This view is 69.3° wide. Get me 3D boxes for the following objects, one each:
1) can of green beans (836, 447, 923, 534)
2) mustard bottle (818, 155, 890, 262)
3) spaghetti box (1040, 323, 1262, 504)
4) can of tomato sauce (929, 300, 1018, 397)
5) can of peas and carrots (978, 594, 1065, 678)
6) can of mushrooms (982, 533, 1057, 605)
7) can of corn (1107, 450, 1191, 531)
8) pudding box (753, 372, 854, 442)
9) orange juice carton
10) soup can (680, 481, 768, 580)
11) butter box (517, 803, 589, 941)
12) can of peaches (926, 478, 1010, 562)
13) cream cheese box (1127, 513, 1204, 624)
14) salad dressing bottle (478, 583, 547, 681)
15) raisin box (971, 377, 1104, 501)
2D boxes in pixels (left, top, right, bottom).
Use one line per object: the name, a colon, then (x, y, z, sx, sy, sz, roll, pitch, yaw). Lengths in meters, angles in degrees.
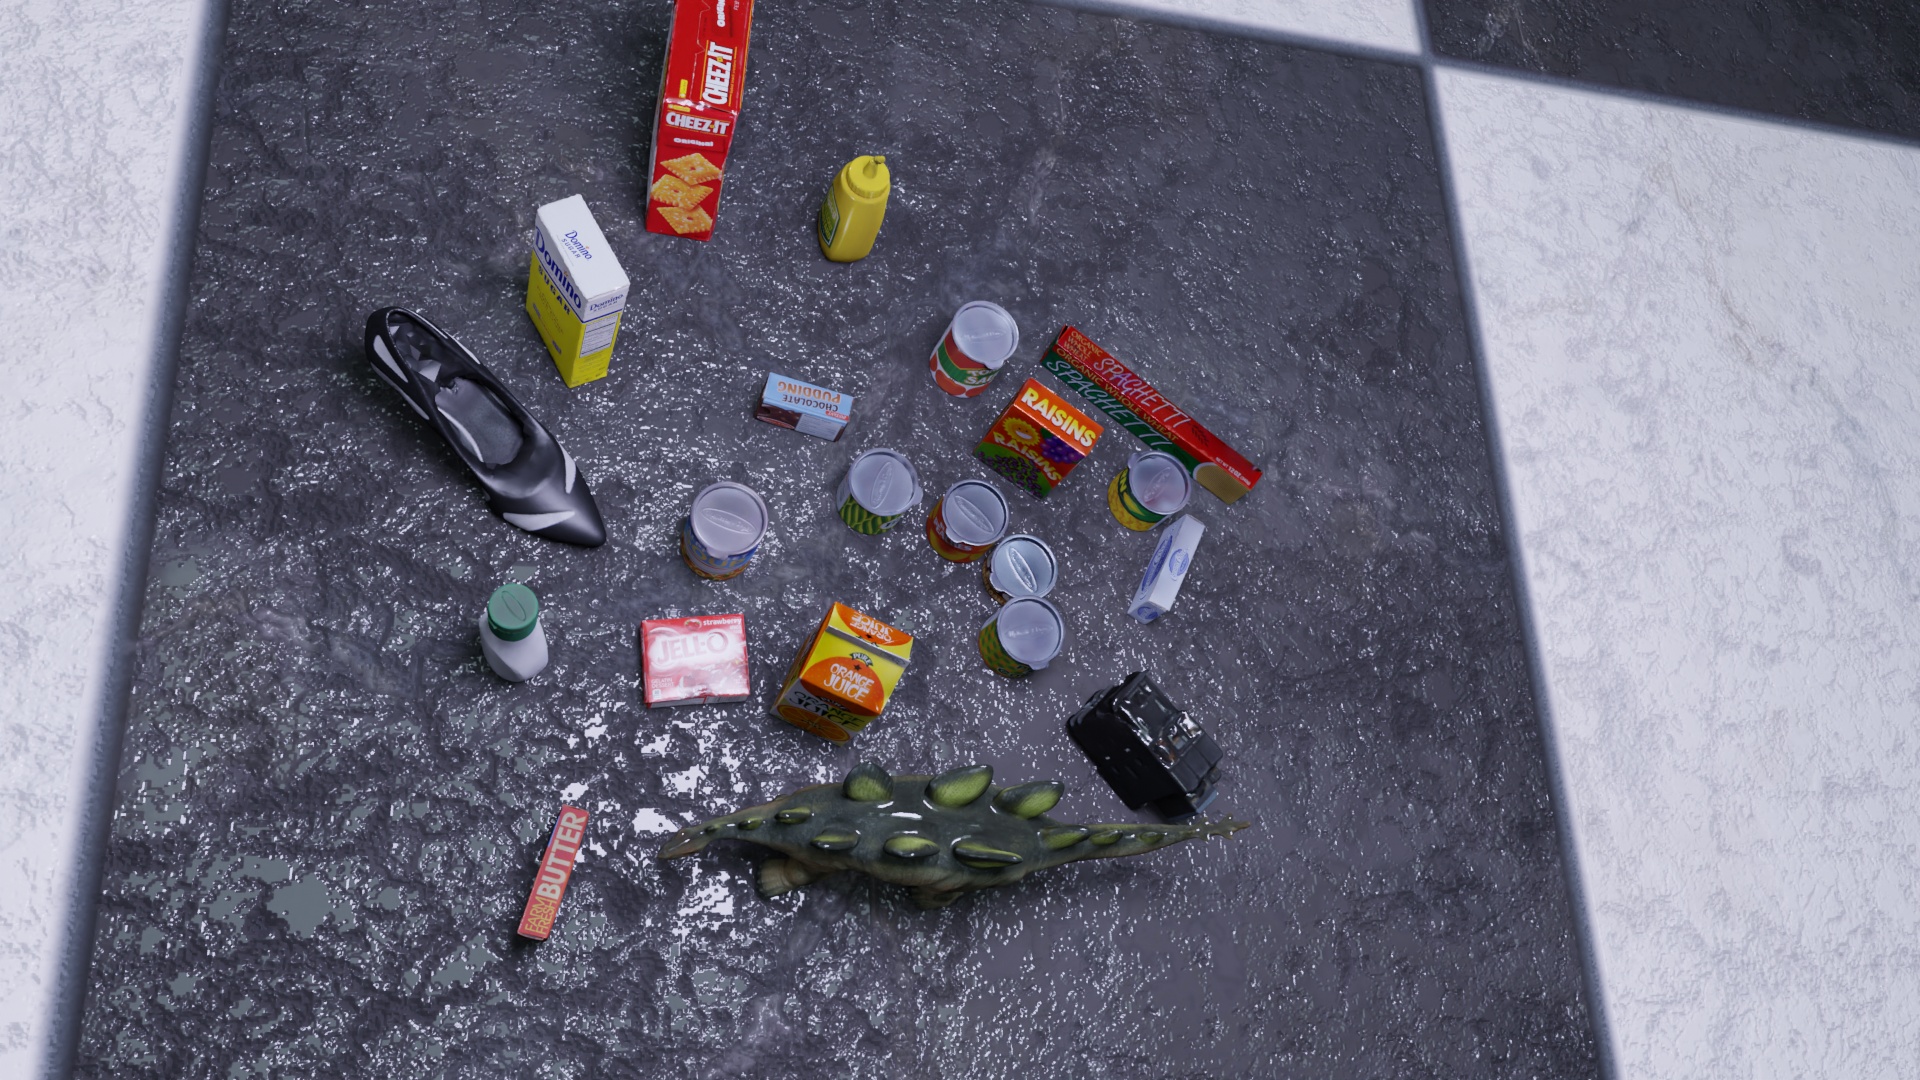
can of green beans: (-0.078, -0.045, 1.286, 0.071, 0.057, 0.071, 6, 70, -16)
mustard bottle: (-0.098, -0.324, 1.321, 0.049, 0.159, 0.065, -8, 74, -20)
spaghetti box: (0.191, -0.126, 1.406, 0.250, 0.050, 0.029, 37, 65, -3)
can of tomato sauce: (0.013, -0.183, 1.350, 0.071, 0.082, 0.071, 6, 70, -16)
can of peas and carrots: (0.057, 0.092, 1.281, 0.071, 0.058, 0.071, 6, 70, -16)
can of mushrooms: (0.054, 0.030, 1.315, 0.071, 0.033, 0.071, 6, 70, -16)
can of corn: (0.184, -0.050, 1.372, 0.071, 0.058, 0.071, 6, 70, -16)
pudding box: (-0.146, -0.124, 1.296, 0.084, 0.049, 0.030, 15, 68, -12)
orange juice carton: (-0.097, 0.109, 1.151, 0.072, 0.192, 0.073, 26, 66, -8)
soup can: (-0.209, -0.005, 1.215, 0.071, 0.083, 0.071, 6, 70, -16)
butter box: (-0.323, 0.264, 1.101, 0.024, 0.053, 0.104, 19, 67, -11)
can of peaches: (0.005, -0.016, 1.302, 0.071, 0.058, 0.071, 6, 70, -16)
cream cheese box: (0.200, 0.029, 1.352, 0.024, 0.053, 0.104, 30, 65, -6)
salad dressing bottle: (-0.356, 0.072, 1.106, 0.044, 0.147, 0.064, -36, 86, -25)
raisin box: (0.072, -0.094, 1.315, 0.086, 0.123, 0.040, 36, 65, -4)
